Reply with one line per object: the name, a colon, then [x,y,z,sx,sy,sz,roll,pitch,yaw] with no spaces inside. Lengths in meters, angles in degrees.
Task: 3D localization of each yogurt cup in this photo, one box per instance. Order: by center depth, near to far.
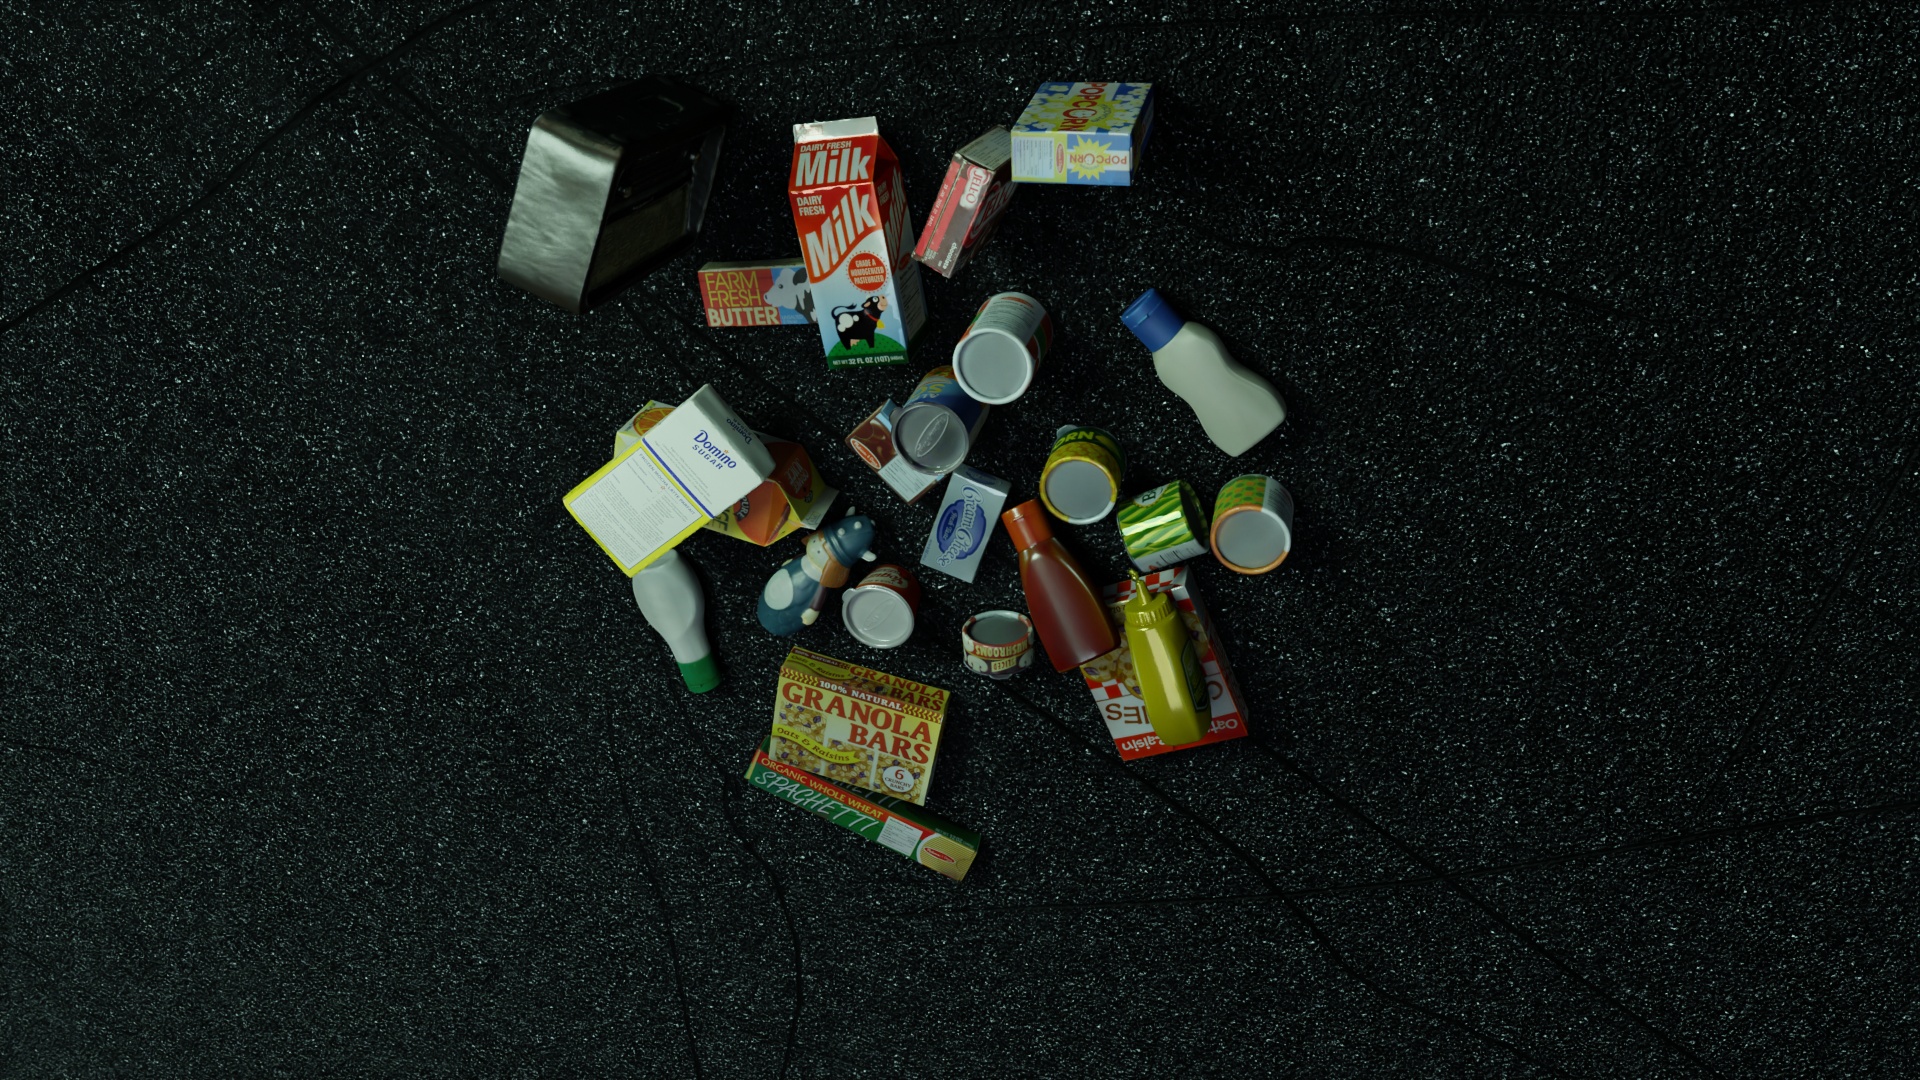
yogurt cup: [-0.070,0.058,1.289,0.072,0.054,0.072,7,121,12]

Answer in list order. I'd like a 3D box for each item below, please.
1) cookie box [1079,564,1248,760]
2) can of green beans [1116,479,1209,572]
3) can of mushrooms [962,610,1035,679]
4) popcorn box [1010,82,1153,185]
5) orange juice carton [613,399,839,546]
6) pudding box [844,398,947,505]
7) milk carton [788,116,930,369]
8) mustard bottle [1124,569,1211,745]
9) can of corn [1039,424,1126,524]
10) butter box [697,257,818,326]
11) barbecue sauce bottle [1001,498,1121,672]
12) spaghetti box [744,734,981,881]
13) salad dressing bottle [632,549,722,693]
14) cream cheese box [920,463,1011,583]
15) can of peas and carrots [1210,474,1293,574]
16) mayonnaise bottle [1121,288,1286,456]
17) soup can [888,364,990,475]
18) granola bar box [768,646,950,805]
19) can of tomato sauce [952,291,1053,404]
cookie box: [0.176,0.115,1.262,0.123,0.040,0.167,-16,113,22]
can of green beans: [0.172,-0.012,1.175,0.057,0.071,0.071,-20,112,24]
can of mushrooms: [0.035,0.095,1.272,0.071,0.071,0.033,4,118,13]
popcorn box: [0.090,-0.295,1.000,0.085,0.127,0.038,6,124,13]
orange juice carton: [-0.210,-0.056,1.252,0.193,0.072,0.072,17,123,6]
pudding box: [-0.053,-0.078,1.222,0.083,0.030,0.049,44,122,-11]
milk carton: [-0.082,-0.240,1.111,0.072,0.074,0.189,-2,118,17]
mustard bottle: [0.173,0.097,1.193,0.049,0.065,0.159,-12,110,25]
can of corn: [0.102,-0.057,1.174,0.071,0.058,0.070,7,121,11]
butter box: [-0.168,-0.211,1.180,0.103,0.024,0.053,0,118,15]
barbecue sauce bottle: [0.083,0.037,1.213,0.065,0.044,0.148,-26,86,19]
spaghetti box: [-0.101,0.276,1.438,0.250,0.029,0.050,25,122,0]
salad dressing bottle: [-0.275,0.081,1.366,0.064,0.044,0.147,-7,118,17]
cream cheese box: [0.004,-0.016,1.245,0.053,0.024,0.103,21,122,1]
can of peas and carrots: [0.242,-0.012,1.161,0.071,0.059,0.070,7,120,12]
mayonnaise bottle: [0.192,-0.138,1.114,0.148,0.041,0.064,44,119,-10]
soup can: [-0.017,-0.104,1.164,0.071,0.084,0.071,7,120,12]
granola bar box: [-0.101,0.184,1.379,0.166,0.039,0.123,16,122,7]
can of tomato sauce: [0.035,-0.154,1.122,0.071,0.083,0.070,7,120,12]
